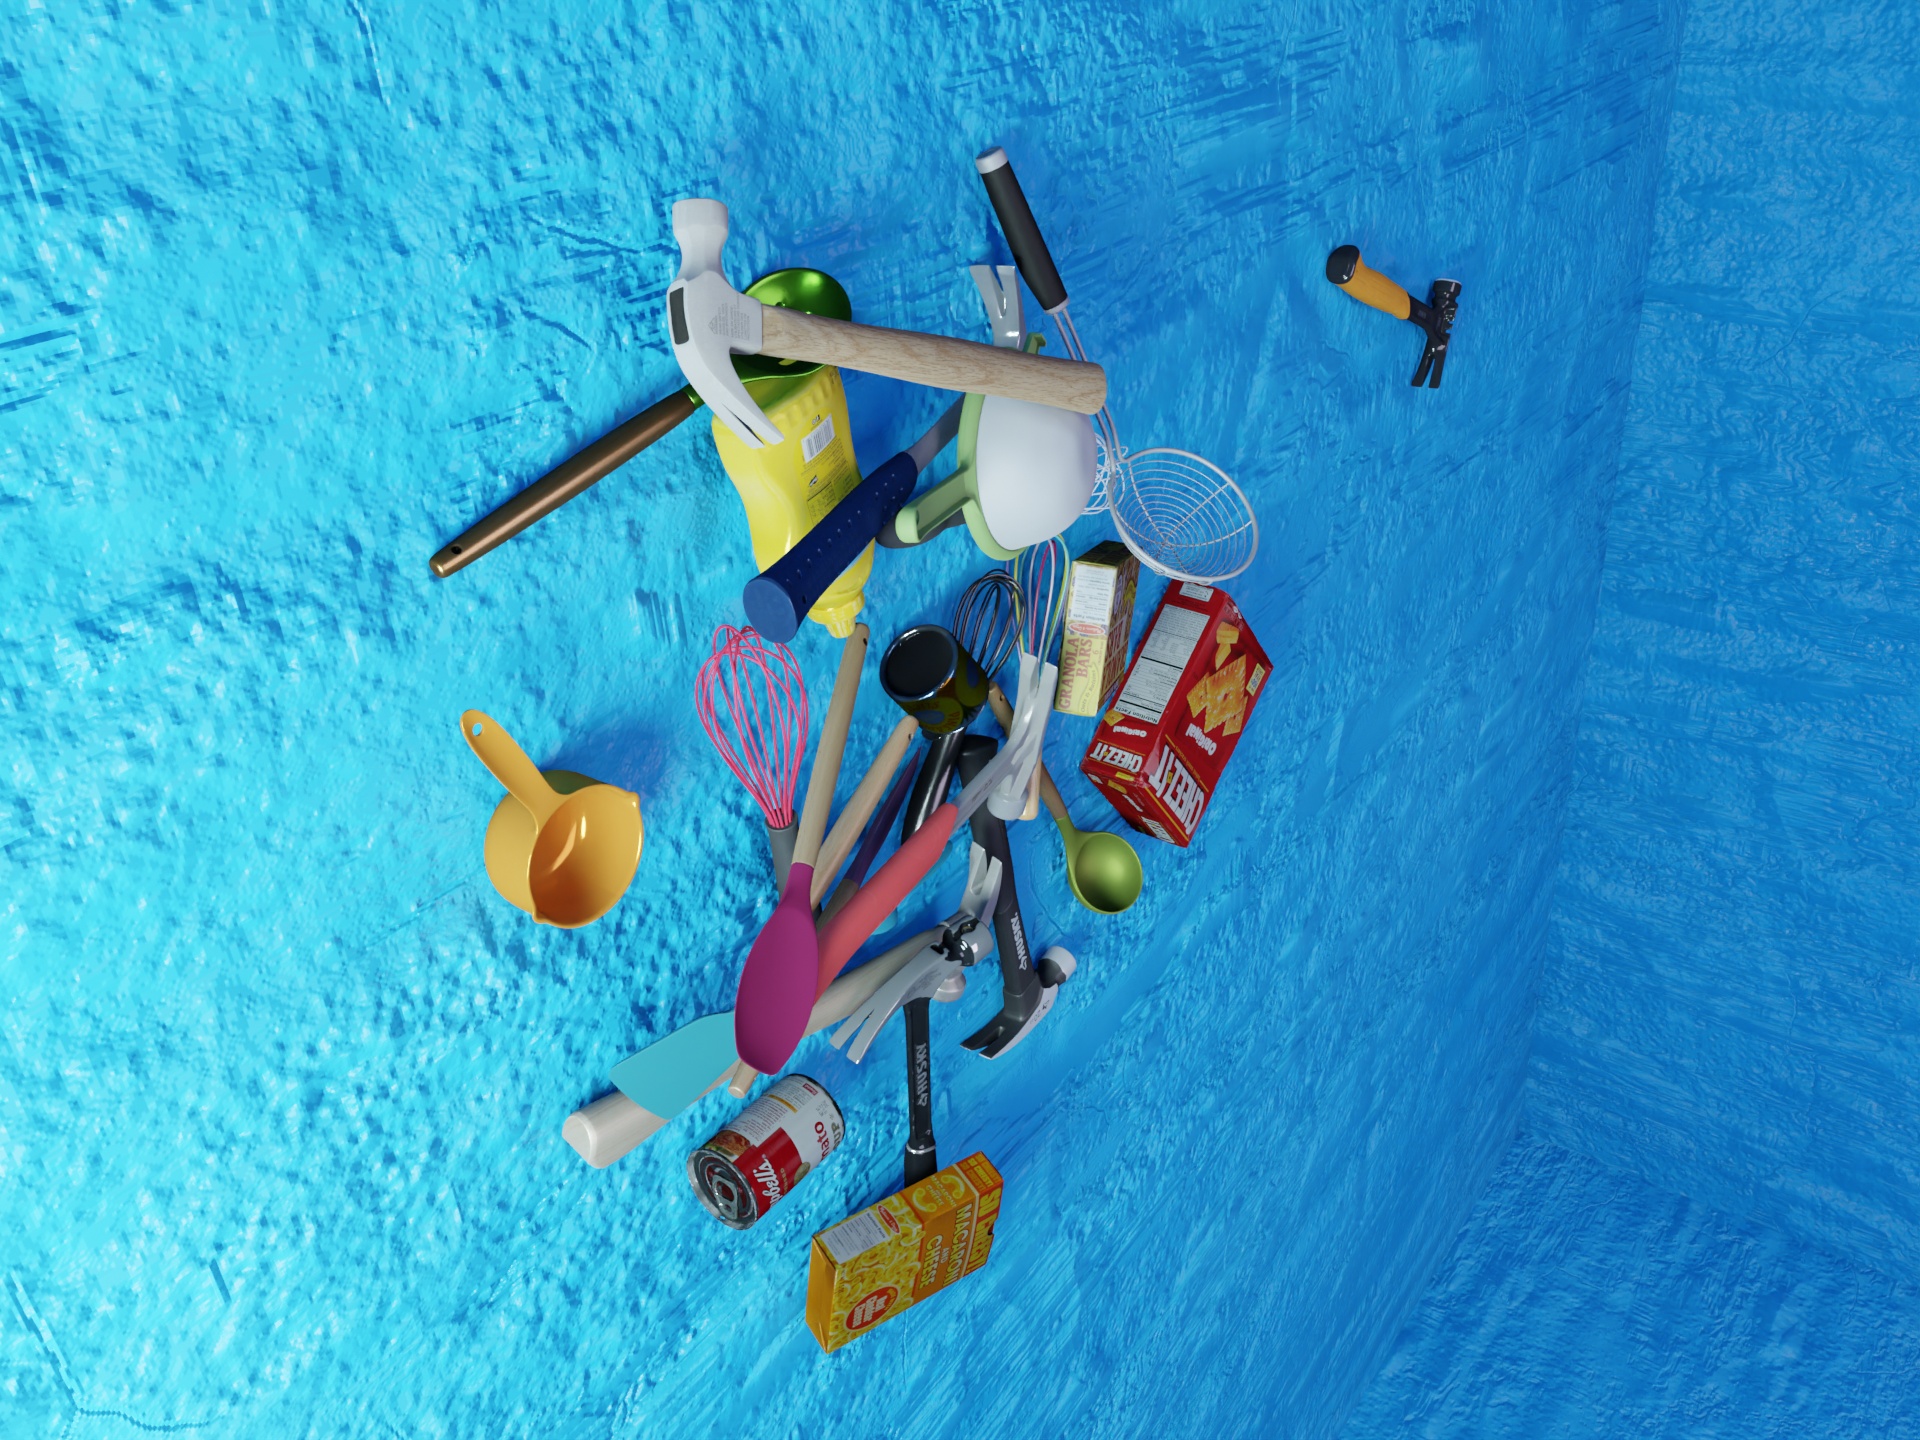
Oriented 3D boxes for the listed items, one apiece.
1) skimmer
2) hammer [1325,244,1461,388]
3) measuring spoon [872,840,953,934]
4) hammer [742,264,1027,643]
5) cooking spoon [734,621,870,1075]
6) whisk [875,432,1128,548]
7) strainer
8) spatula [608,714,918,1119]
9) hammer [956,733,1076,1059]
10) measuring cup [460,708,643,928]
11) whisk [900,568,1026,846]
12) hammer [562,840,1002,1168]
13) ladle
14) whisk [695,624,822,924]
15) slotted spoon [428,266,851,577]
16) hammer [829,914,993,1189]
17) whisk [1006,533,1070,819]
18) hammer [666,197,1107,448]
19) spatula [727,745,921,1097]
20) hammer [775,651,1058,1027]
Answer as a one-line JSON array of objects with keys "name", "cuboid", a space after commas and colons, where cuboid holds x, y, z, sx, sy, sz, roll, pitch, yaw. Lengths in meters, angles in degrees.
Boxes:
[{"name": "skimmer", "cuboid": [0.119, -0.261, 1.188, 0.127, 0.090, 0.363, -52, 126, -35]}, {"name": "hammer", "cuboid": [0.478, -0.456, 1.759, 0.336, 0.034, 0.127, -1, 104, -56]}, {"name": "measuring spoon", "cuboid": [-0.044, 0.119, 1.214, 0.128, 0.042, 0.021, -40, 143, -45]}, {"name": "hammer", "cuboid": [-0.033, -0.176, 1.051, 0.406, 0.035, 0.144, -55, 144, -49]}, {"name": "cooking spoon", "cuboid": [-0.096, 0.072, 1.028, 0.068, 0.017, 0.319, 42, 49, -43]}, {"name": "whisk", "cuboid": [0.035, -0.173, 1.221, 0.284, 0.070, 0.070, -23, 123, -43]}, {"name": "strainer", "cuboid": [0.037, -0.167, 1.080, 0.256, 0.069, 0.151, -45, 135, -56]}, {"name": "spatula", "cuboid": [-0.117, 0.123, 1.069, 0.318, 0.044, 0.082, -59, 143, -21]}, {"name": "hammer", "cuboid": [0.032, 0.149, 1.378, 0.146, 0.035, 0.334, -45, 138, -36]}, {"name": "measuring cup", "cuboid": [-0.248, 0.046, 0.902, 0.095, 0.052, 0.173, -55, 141, -25]}, {"name": "whisk", "cuboid": [-0.002, -0.004, 1.252, 0.055, 0.055, 0.239, 10, 100, -57]}, {"name": "hammer", "cuboid": [-0.115, 0.210, 1.166, 0.410, 0.038, 0.146, -21, 136, -48]}, {"name": "ladle", "cuboid": [0.090, 0.069, 1.410, 0.078, 0.062, 0.319, -60, 143, -26]}, {"name": "whisk", "cuboid": [-0.125, 0.053, 1.082, 0.073, 0.073, 0.295, -45, 143, -36]}, {"name": "slotted spoon", "cuboid": [-0.179, -0.172, 0.916, 0.314, 0.070, 0.031, -43, 173, -30]}, {"name": "hammer", "cuboid": [-0.036, 0.344, 1.319, 0.149, 0.036, 0.408, -33, 139, -34]}, {"name": "whisk", "cuboid": [0.064, -0.039, 1.306, 0.047, 0.051, 0.245, -13, 109, -62]}, {"name": "hammer", "cuboid": [-0.032, -0.223, 0.983, 0.331, 0.031, 0.130, 0, 89, -41]}, {"name": "spatula", "cuboid": [-0.090, 0.139, 1.143, 0.059, 0.018, 0.316, 109, 7, -49]}, {"name": "hammer", "cuboid": [-0.031, 0.091, 1.129, 0.359, 0.037, 0.149, -44, 153, -47]}]
